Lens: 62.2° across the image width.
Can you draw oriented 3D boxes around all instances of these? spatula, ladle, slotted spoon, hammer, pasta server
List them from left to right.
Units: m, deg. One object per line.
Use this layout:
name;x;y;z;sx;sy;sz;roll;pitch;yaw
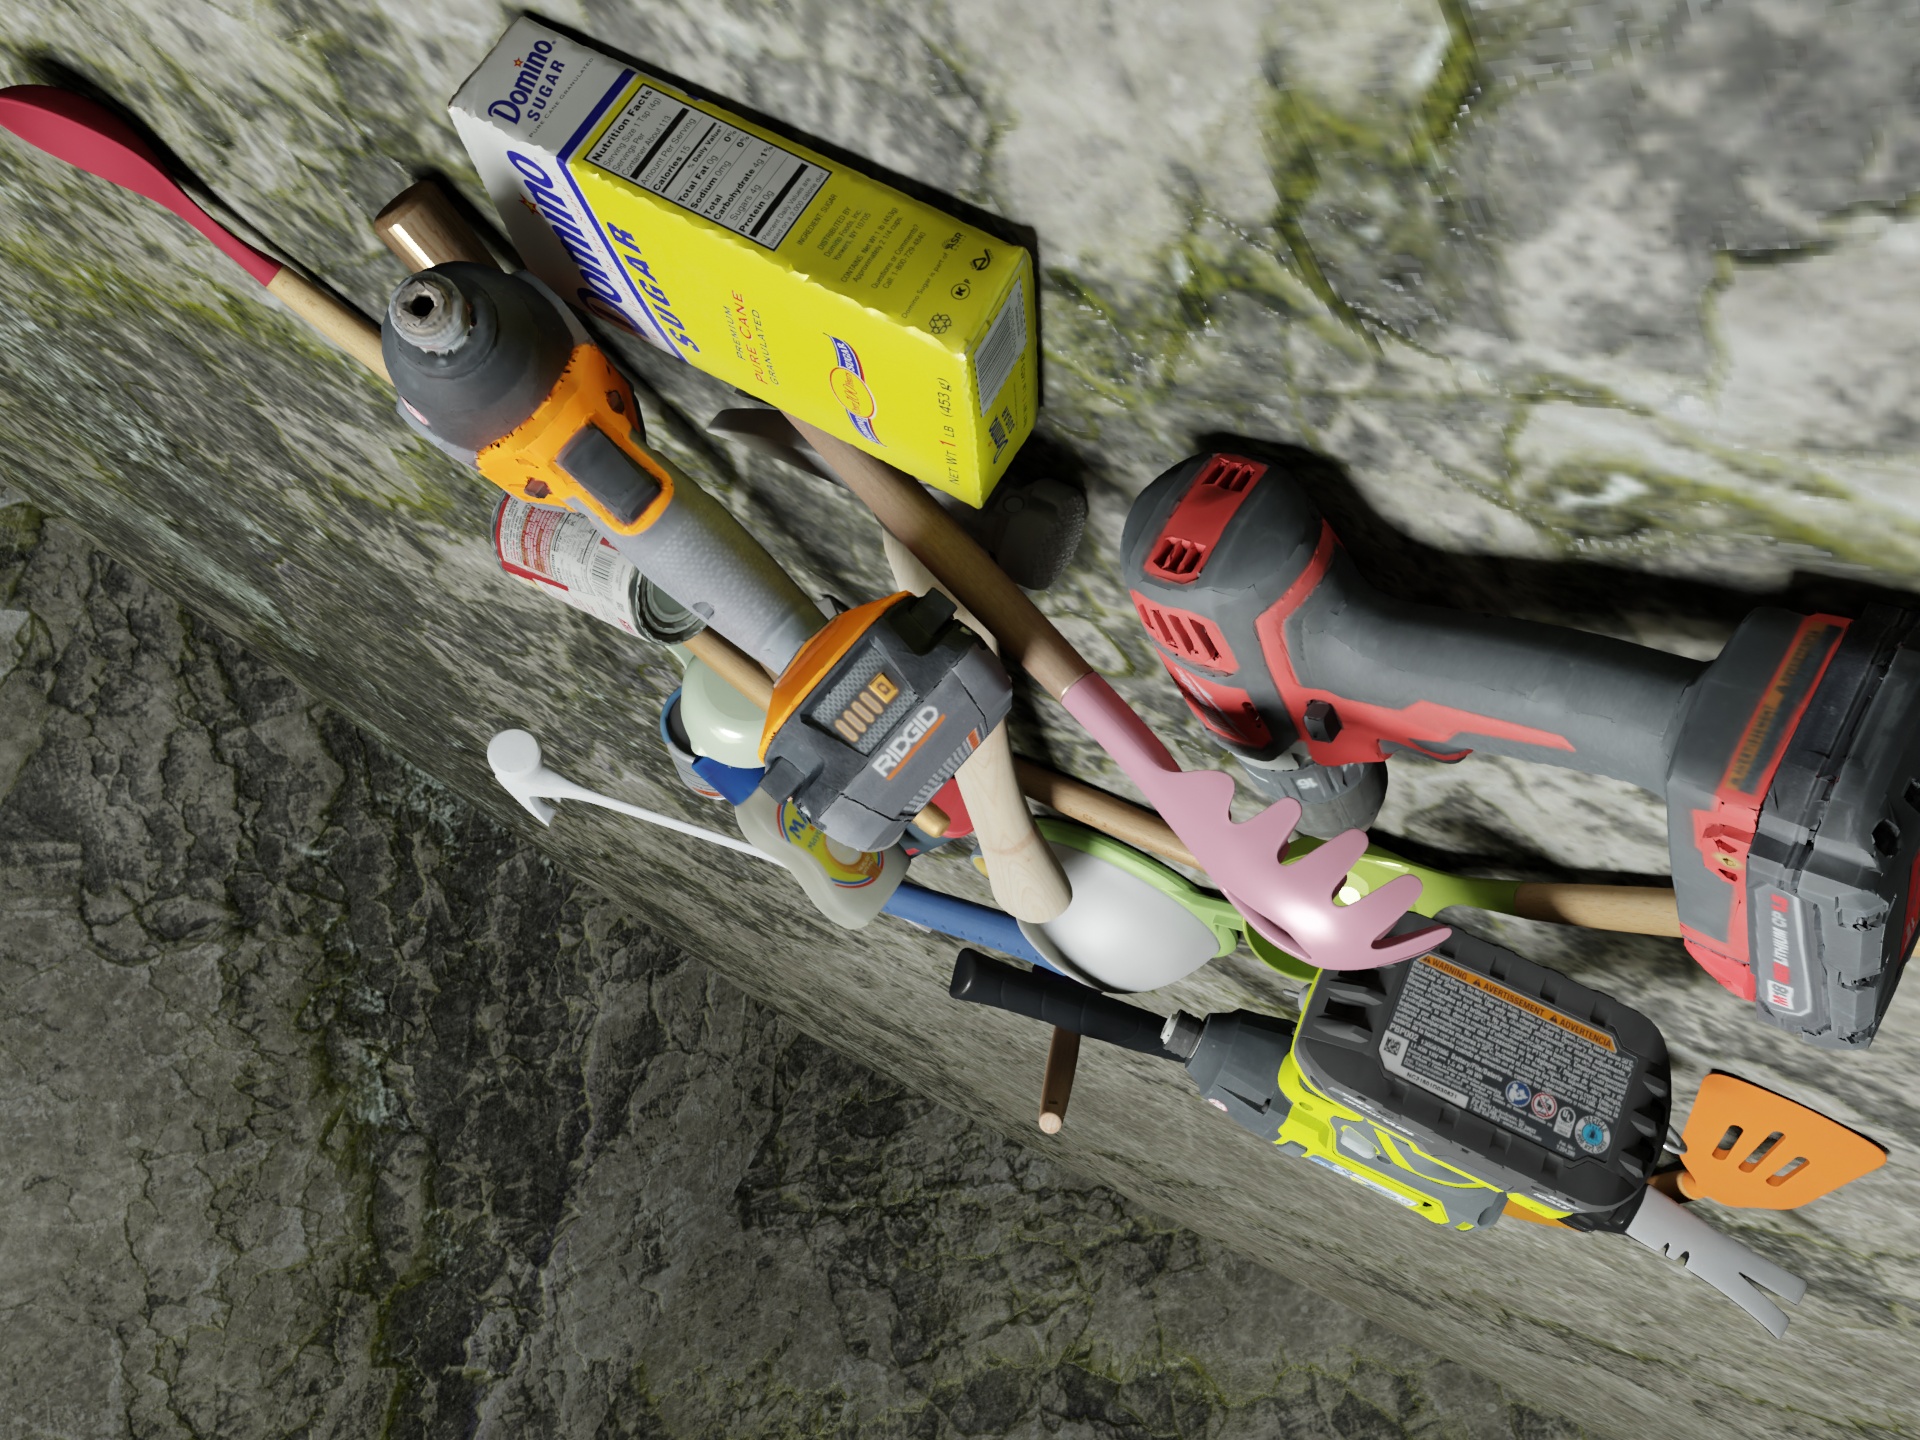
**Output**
ladle;-0.310;-0.198;0.772;0.315;0.031;0.069;37;165;-28
hammer;-0.125;-0.087;0.686;0.331;0.031;0.130;52;-165;-33
slotted spoon;-0.128;-0.035;0.846;0.314;0.031;0.070;37;166;17
hammer;-0.116;0.096;1.083;0.405;0.035;0.144;19;163;-3
hammer;-0.034;0.095;1.138;0.143;0.038;0.386;31;164;-7
hammer;-0.001;-0.002;0.736;0.146;0.038;0.410;26;158;20
pasta server;0.025;-0.035;0.510;0.316;0.040;0.060;47;175;17
spatula;0.067;0.195;1.021;0.060;0.018;0.316;2;-171;7
spatula;0.106;0.073;0.816;0.318;0.044;0.082;23;172;27
hammer;0.163;0.210;0.982;0.408;0.036;0.149;23;166;-28
hammer;0.379;0.306;0.993;0.127;0.034;0.336;32;170;3
ladle;0.231;0.080;0.601;0.078;0.062;0.320;45;157;-22
spatula;0.396;0.243;0.859;0.081;0.041;0.322;25;167;17

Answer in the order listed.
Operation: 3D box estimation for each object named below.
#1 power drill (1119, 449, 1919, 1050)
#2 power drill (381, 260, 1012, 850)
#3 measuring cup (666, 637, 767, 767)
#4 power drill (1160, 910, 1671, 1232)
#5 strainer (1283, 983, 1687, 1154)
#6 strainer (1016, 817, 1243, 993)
power drill;0.166;0.012;0.479;0.227;0.080;0.187;22;162;36
power drill;-0.090;-0.058;0.522;0.226;0.084;0.164;42;178;4
measuring cup;-0.150;-0.046;0.897;0.168;0.083;0.038;44;157;10
power drill;0.182;0.156;0.680;0.171;0.080;0.223;25;160;5
strainer;0.254;0.161;0.809;0.086;0.050;0.258;10;177;-31
strainer;0.114;0.128;0.917;0.151;0.069;0.256;39;163;-27
